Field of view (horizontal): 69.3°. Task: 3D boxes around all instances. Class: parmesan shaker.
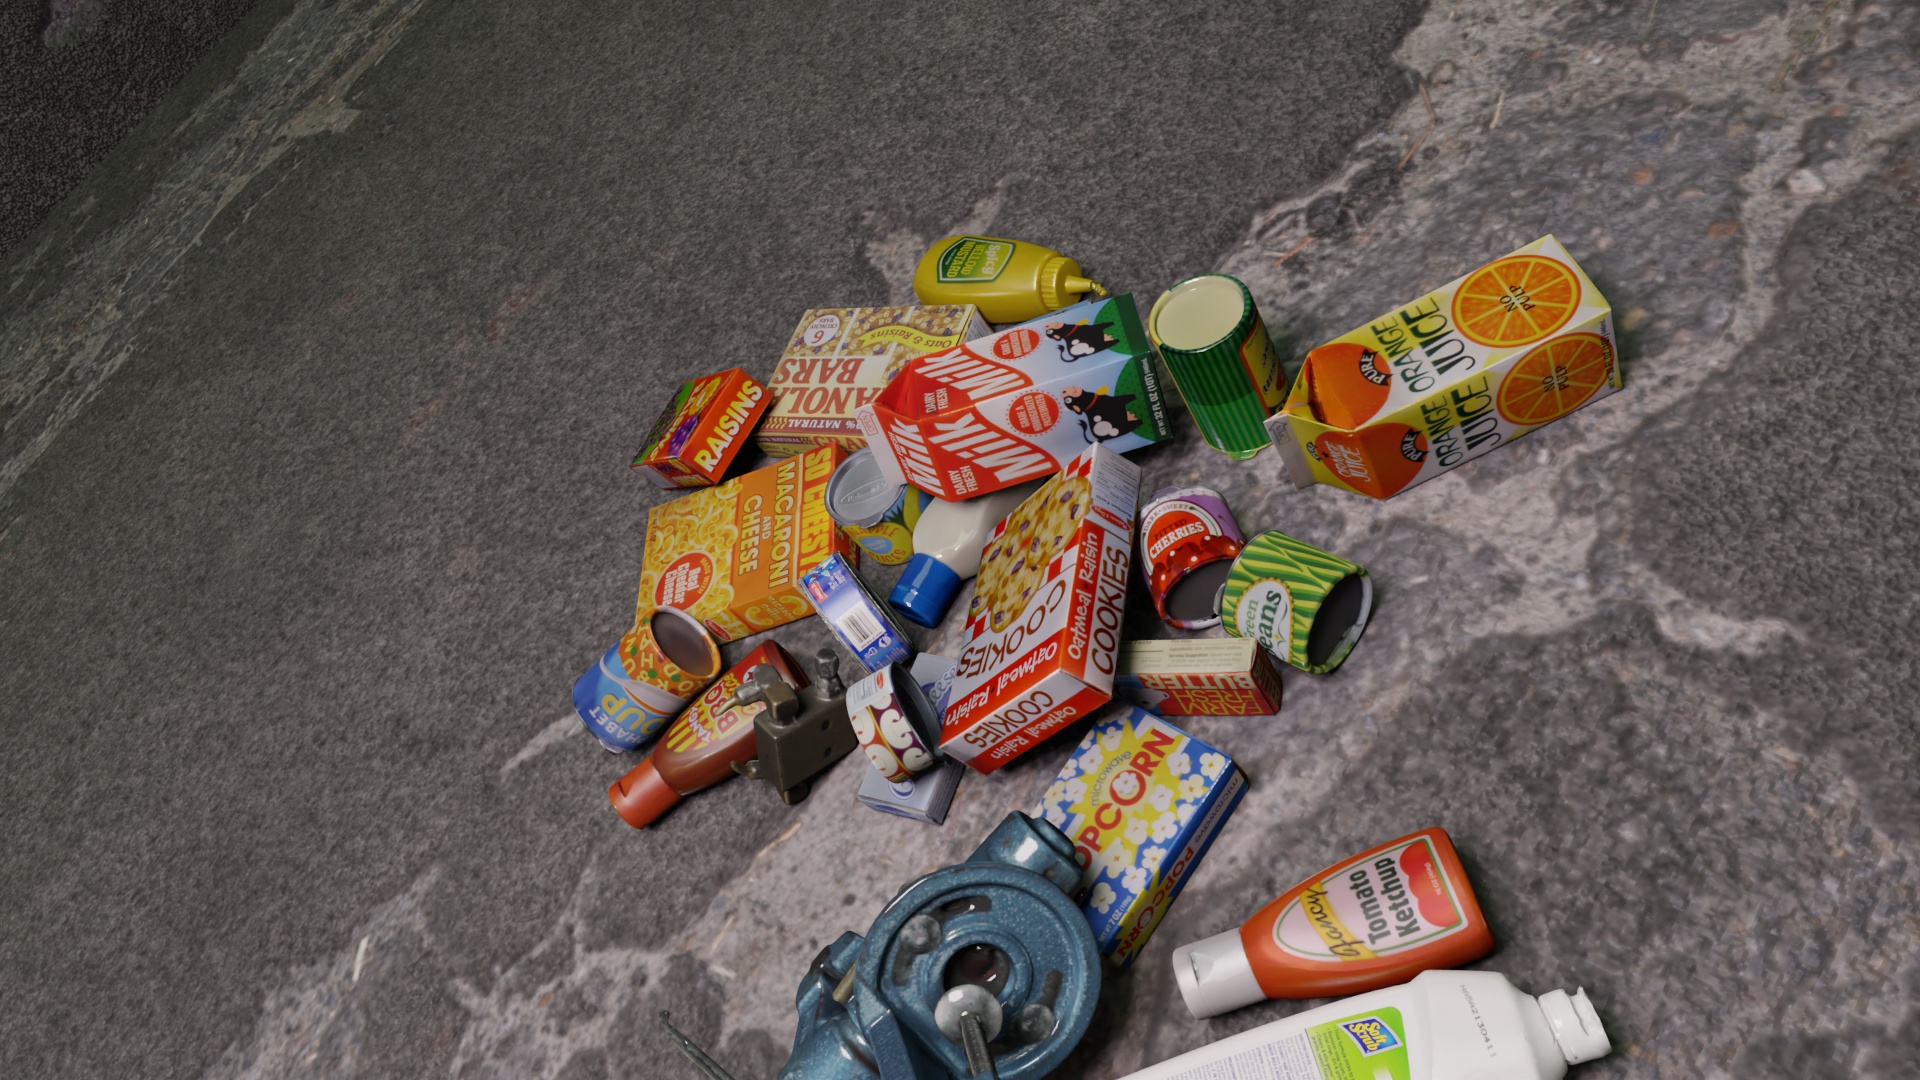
[{"bbox_3d":[0.165,-0.108,0.870,0.071,0.102,0.071,-16,51,21],"label":"parmesan shaker"}]

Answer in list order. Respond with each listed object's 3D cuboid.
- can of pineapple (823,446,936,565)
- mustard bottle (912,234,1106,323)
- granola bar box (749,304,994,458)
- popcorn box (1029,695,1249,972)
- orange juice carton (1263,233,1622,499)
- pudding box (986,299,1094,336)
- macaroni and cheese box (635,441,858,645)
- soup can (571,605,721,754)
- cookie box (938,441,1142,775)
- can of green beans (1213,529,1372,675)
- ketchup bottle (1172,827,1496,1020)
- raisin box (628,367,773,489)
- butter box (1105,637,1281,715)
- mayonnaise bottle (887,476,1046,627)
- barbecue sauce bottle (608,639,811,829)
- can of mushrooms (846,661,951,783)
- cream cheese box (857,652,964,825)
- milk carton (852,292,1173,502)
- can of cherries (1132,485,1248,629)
[{"bbox_3d":[-0.053,-0.023,0.968,0.071,0.057,0.071,-16,51,21],"label":"can of pineapple"},{"bbox_3d":[0.041,-0.196,1.045,0.160,0.048,0.065,10,63,36],"label":"mustard bottle"},{"bbox_3d":[-0.070,-0.121,1.063,0.165,0.039,0.125,4,60,33],"label":"granola bar box"},{"bbox_3d":[0.088,0.159,0.766,0.085,0.038,0.127,26,73,40],"label":"popcorn box"},{"bbox_3d":[0.276,-0.091,0.814,0.192,0.071,0.073,-26,48,12],"label":"orange juice carton"},{"bbox_3d":[0.064,-0.134,0.986,0.083,0.049,0.030,-16,52,20],"label":"pudding box"},{"bbox_3d":[-0.155,0.009,1.018,0.166,0.040,0.124,-18,50,19],"label":"macaroni and cheese box"},{"bbox_3d":[-0.215,0.097,0.957,0.083,0.071,0.071,-42,44,20],"label":"soup can"},{"bbox_3d":[0.049,0.041,0.823,0.122,0.040,0.168,-41,27,45],"label":"cookie box"},{"bbox_3d":[0.188,0.035,0.778,0.058,0.071,0.071,28,74,40],"label":"can of green beans"},{"bbox_3d":[0.179,0.195,0.682,0.148,0.043,0.065,-25,47,14],"label":"ketchup bottle"},{"bbox_3d":[-0.204,-0.086,1.085,0.123,0.040,0.086,0,56,59],"label":"raisin box"},{"bbox_3d":[0.126,0.078,0.792,0.103,0.053,0.024,-4,55,28],"label":"butter box"},{"bbox_3d":[0.003,-0.012,0.940,0.065,0.041,0.148,17,69,41],"label":"mayonnaise bottle"},{"bbox_3d":[-0.167,0.134,0.931,0.148,0.043,0.065,-39,43,1],"label":"barbecue sauce bottle"},{"bbox_3d":[-0.037,0.110,0.823,0.033,0.071,0.071,-29,48,9],"label":"can of mushrooms"},{"bbox_3d":[-0.019,0.122,0.865,0.053,0.024,0.104,6,61,34],"label":"cream cheese box"},{"bbox_3d":[0.032,-0.086,0.893,0.190,0.072,0.074,-17,40,8],"label":"milk carton"},{"bbox_3d":[0.137,0.010,0.823,0.071,0.071,0.058,-28,48,10],"label":"can of cherries"}]
